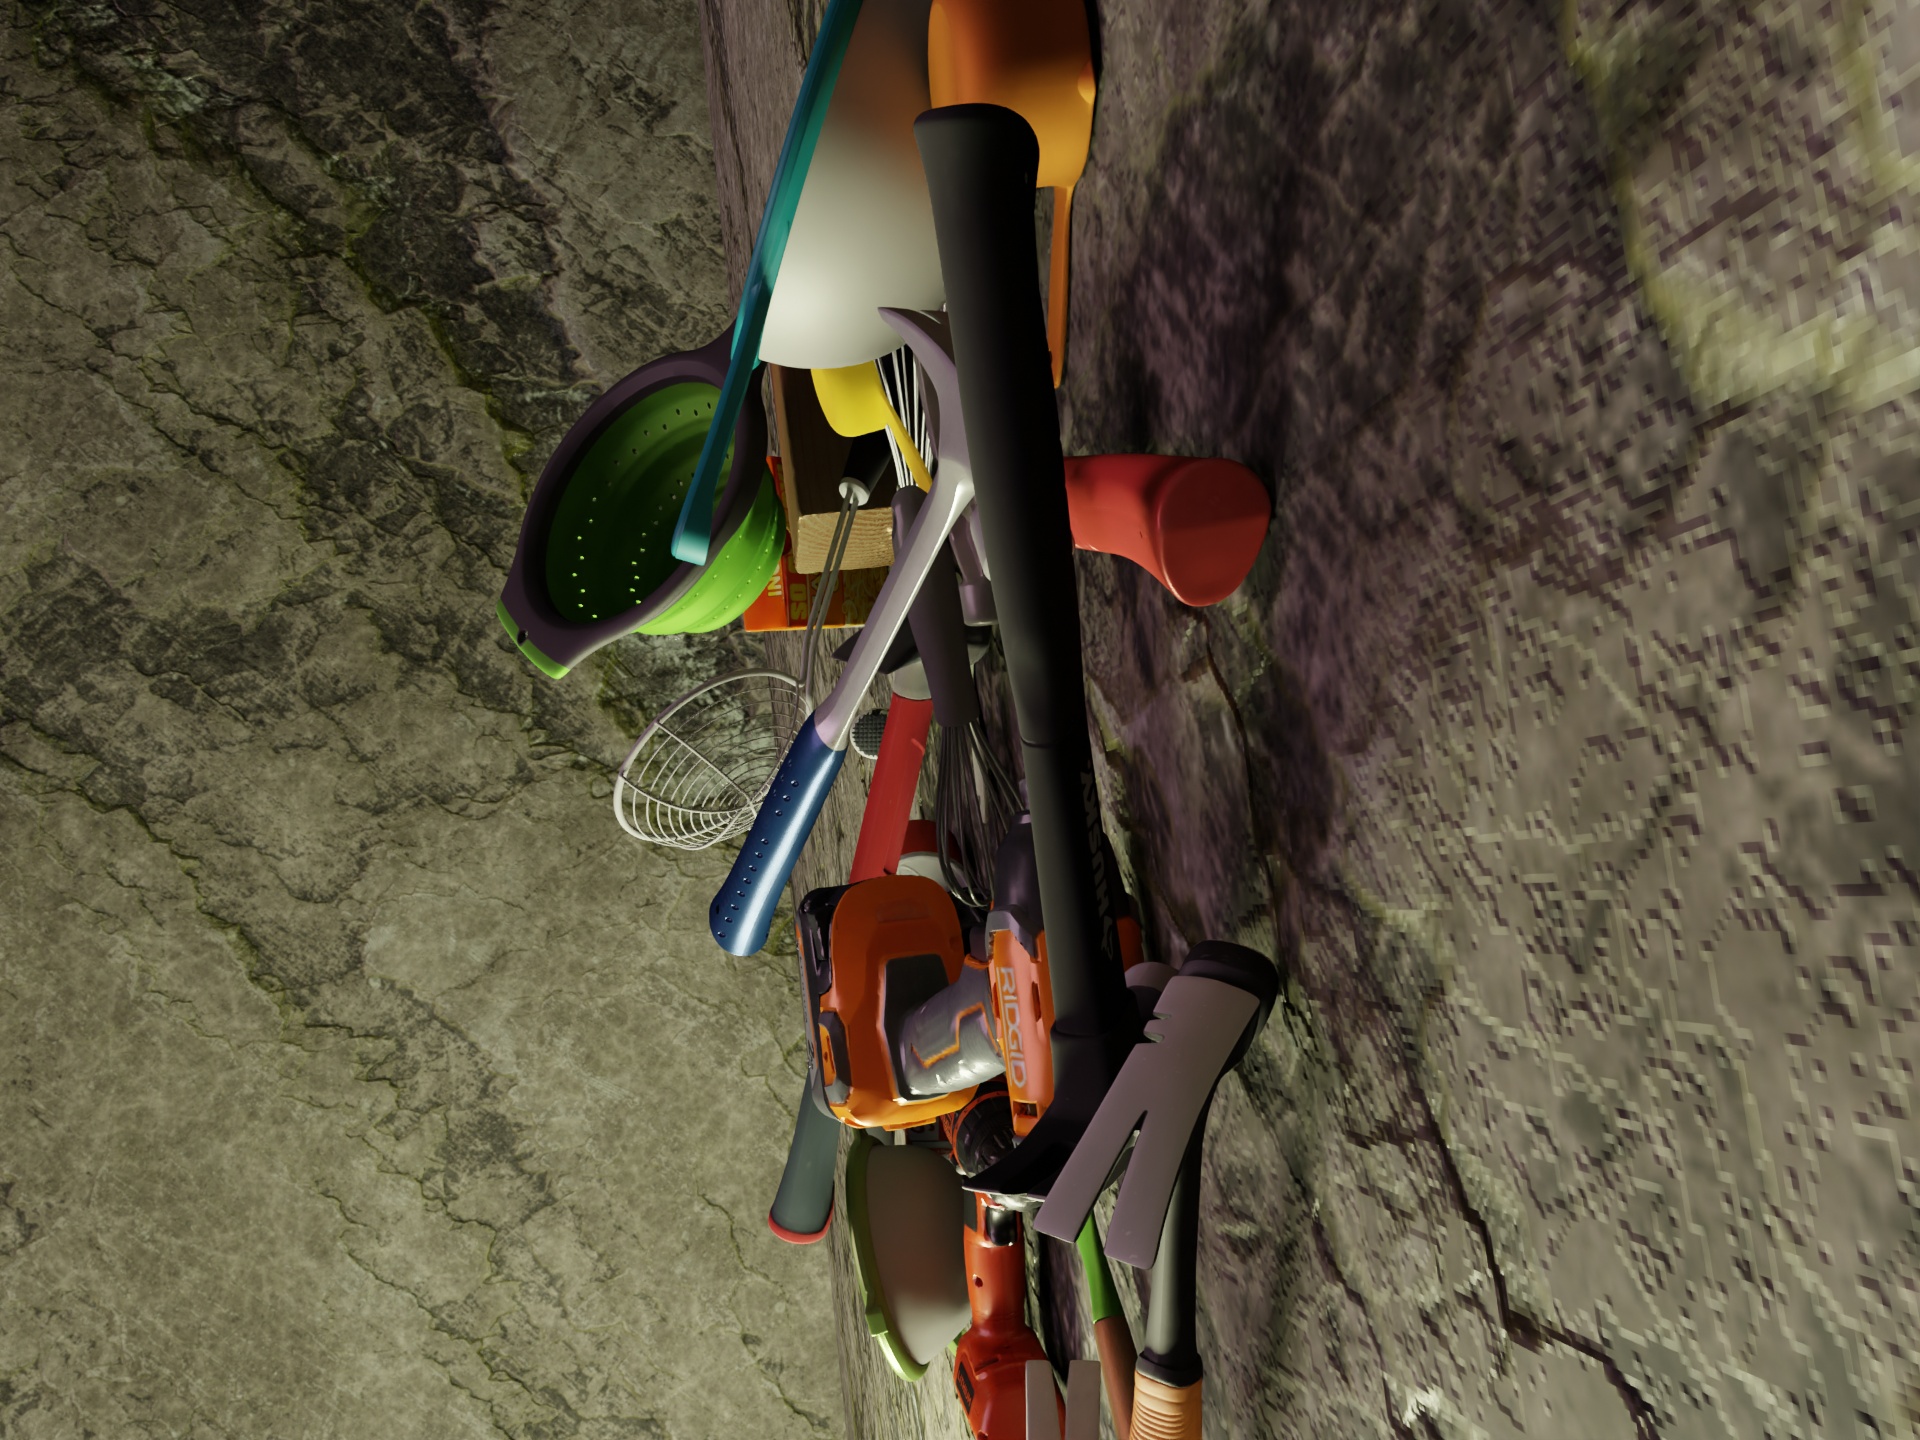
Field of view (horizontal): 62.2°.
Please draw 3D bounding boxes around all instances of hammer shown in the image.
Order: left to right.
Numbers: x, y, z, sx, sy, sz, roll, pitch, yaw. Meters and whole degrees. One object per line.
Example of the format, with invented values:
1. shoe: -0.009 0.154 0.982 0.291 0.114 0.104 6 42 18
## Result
1. hammer: -0.056 -0.008 0.728 0.405 0.035 0.144 121 140 -49
2. hammer: -0.063 0.127 0.888 0.143 0.038 0.386 -26 -48 -67
3. hammer: -0.060 0.195 1.160 0.149 0.036 0.409 -6 -83 -88
4. hammer: 0.025 -0.011 0.487 0.146 0.035 0.334 -42 -53 -58
5. hammer: 0.042 0.427 0.806 0.410 0.038 0.146 90 -179 -61
6. hammer: 0.037 -0.098 0.643 0.359 0.036 0.149 -144 43 -76
7. hammer: 0.069 0.243 0.544 0.127 0.034 0.336 -46 -39 -50

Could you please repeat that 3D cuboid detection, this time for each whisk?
1. whisk: -0.027 -0.162 0.948 0.284 0.070 0.070 88 170 -45
2. whisk: -0.002 -0.002 0.792 0.055 0.055 0.238 -120 17 -66

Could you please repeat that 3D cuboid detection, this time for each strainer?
1. strainer: -0.045 -0.199 0.717 0.211 0.095 0.341 121 163 -58
2. strainer: -0.003 0.364 1.036 0.152 0.069 0.256 -100 -10 -45

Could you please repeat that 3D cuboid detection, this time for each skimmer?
1. skimmer: -0.107 -0.092 0.961 0.127 0.090 0.363 68 -147 -59

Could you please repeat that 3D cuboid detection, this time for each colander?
1. colander: -0.130 -0.187 1.000 0.397 0.094 0.205 -54 46 3

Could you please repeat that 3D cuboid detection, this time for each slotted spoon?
1. slotted spoon: 0.073 0.292 0.706 0.070 0.031 0.314 112 150 -53

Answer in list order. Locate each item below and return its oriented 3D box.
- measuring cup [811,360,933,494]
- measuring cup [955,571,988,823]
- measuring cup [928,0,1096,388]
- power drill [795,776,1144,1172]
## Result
1. measuring cup: -0.046 -0.151 0.838 0.062 0.029 0.157 82 166 -46
2. measuring cup: -0.011 -0.013 0.956 0.083 0.038 0.168 103 161 -60
3. measuring cup: 0.018 -0.220 0.656 0.095 0.052 0.173 -114 20 -60
4. power drill: 0.004 0.113 0.721 0.226 0.084 0.164 -16 78 59
